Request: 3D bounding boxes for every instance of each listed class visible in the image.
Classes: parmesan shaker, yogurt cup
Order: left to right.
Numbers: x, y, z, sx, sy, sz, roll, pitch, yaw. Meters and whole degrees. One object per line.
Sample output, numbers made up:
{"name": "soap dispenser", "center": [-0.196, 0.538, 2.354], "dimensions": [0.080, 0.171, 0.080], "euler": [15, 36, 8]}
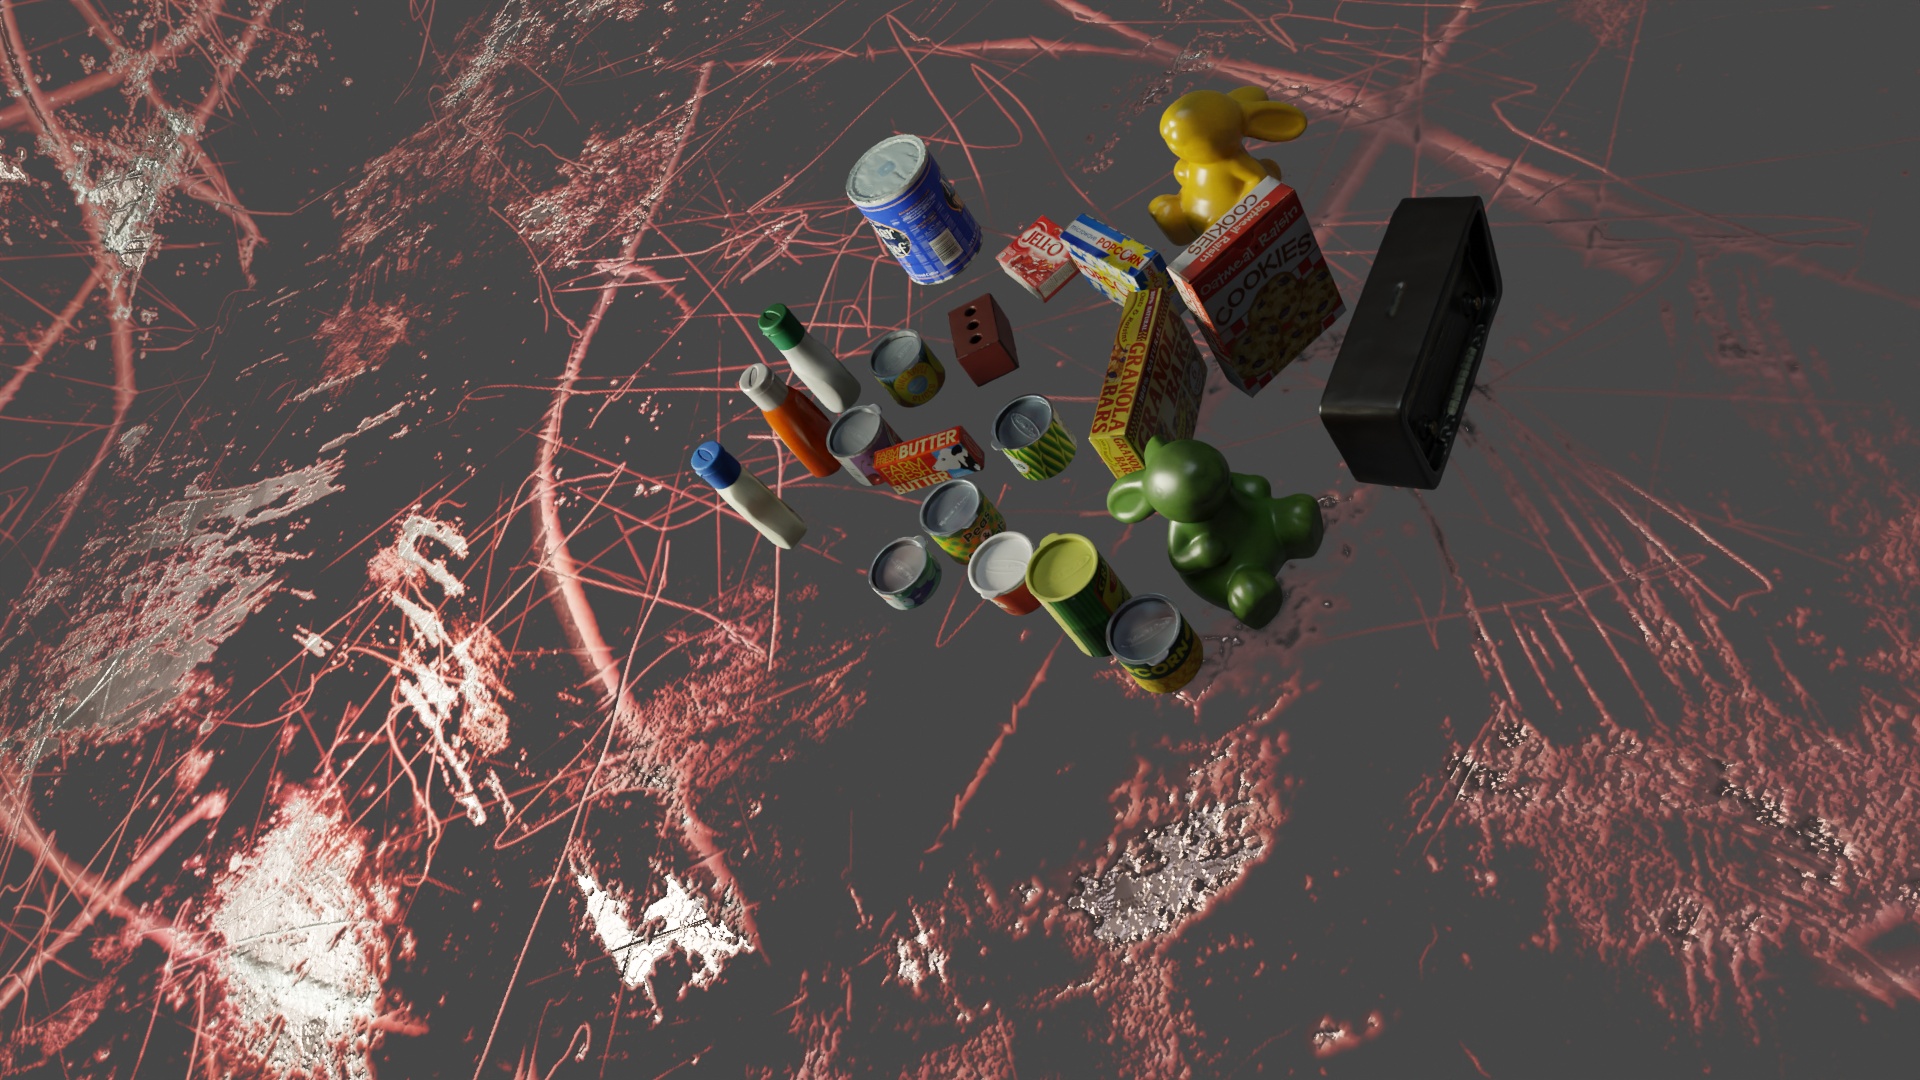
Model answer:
{"name": "yogurt cup", "center": [0.049, 0.033, 1.281], "dimensions": [0.072, 0.053, 0.073], "euler": [-17, 51, 22]}
{"name": "parmesan shaker", "center": [0.107, 0.046, 1.199], "dimensions": [0.071, 0.102, 0.071], "euler": [-17, 51, 22]}

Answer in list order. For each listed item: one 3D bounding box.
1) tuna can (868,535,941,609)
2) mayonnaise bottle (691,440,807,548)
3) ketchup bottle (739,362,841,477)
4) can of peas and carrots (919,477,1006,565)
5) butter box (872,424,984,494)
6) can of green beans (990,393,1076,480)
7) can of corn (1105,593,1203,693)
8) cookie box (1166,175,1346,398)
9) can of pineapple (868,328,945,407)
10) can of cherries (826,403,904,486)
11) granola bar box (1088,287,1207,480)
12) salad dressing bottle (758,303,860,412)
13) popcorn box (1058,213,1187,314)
{"name": "tuna can", "center": [-0.052, 0.031, 1.362], "dimensions": [0.071, 0.032, 0.071], "euler": [-17, 51, 22]}
{"name": "mayonnaise bottle", "center": [-0.222, -0.048, 1.449], "dimensions": [0.041, 0.147, 0.065], "euler": [-50, 46, -8]}
{"name": "ketchup bottle", "center": [-0.178, -0.131, 1.481], "dimensions": [0.043, 0.148, 0.065], "euler": [-18, 51, 22]}
{"name": "can of peas and carrots", "center": [0.005, -0.017, 1.342], "dimensions": [0.071, 0.058, 0.071], "euler": [-17, 51, 22]}
{"name": "butter box", "center": [-0.033, -0.081, 1.417], "dimensions": [0.103, 0.053, 0.024], "euler": [-15, 51, 23]}
{"name": "can of green beans", "center": [0.073, -0.101, 1.360], "dimensions": [0.071, 0.057, 0.071], "euler": [-17, 51, 22]}
{"name": "can of corn", "center": [0.164, 0.089, 1.163], "dimensions": [0.071, 0.058, 0.071], "euler": [-17, 51, 22]}
{"name": "cookie box", "center": [0.270, -0.225, 1.248], "dimensions": [0.123, 0.167, 0.040], "euler": [-43, 46, -1]}
{"name": "can of pineapple", "center": [-0.057, -0.185, 1.506], "dimensions": [0.071, 0.057, 0.071], "euler": [-17, 51, 22]}
{"name": "can of cherries", "center": [-0.097, -0.101, 1.469], "dimensions": [0.071, 0.058, 0.072], "euler": [-17, 51, 22]}
{"name": "granola bar box", "center": [0.175, -0.127, 1.268], "dimensions": [0.039, 0.124, 0.166], "euler": [-2, 58, 32]}
{"name": "salad dressing bottle", "center": [-0.166, -0.200, 1.524], "dimensions": [0.064, 0.147, 0.044], "euler": [26, 75, 42]}
{"name": "popcorn box", "center": [0.165, -0.274, 1.409], "dimensions": [0.038, 0.085, 0.127], "euler": [-45, 46, -3]}
